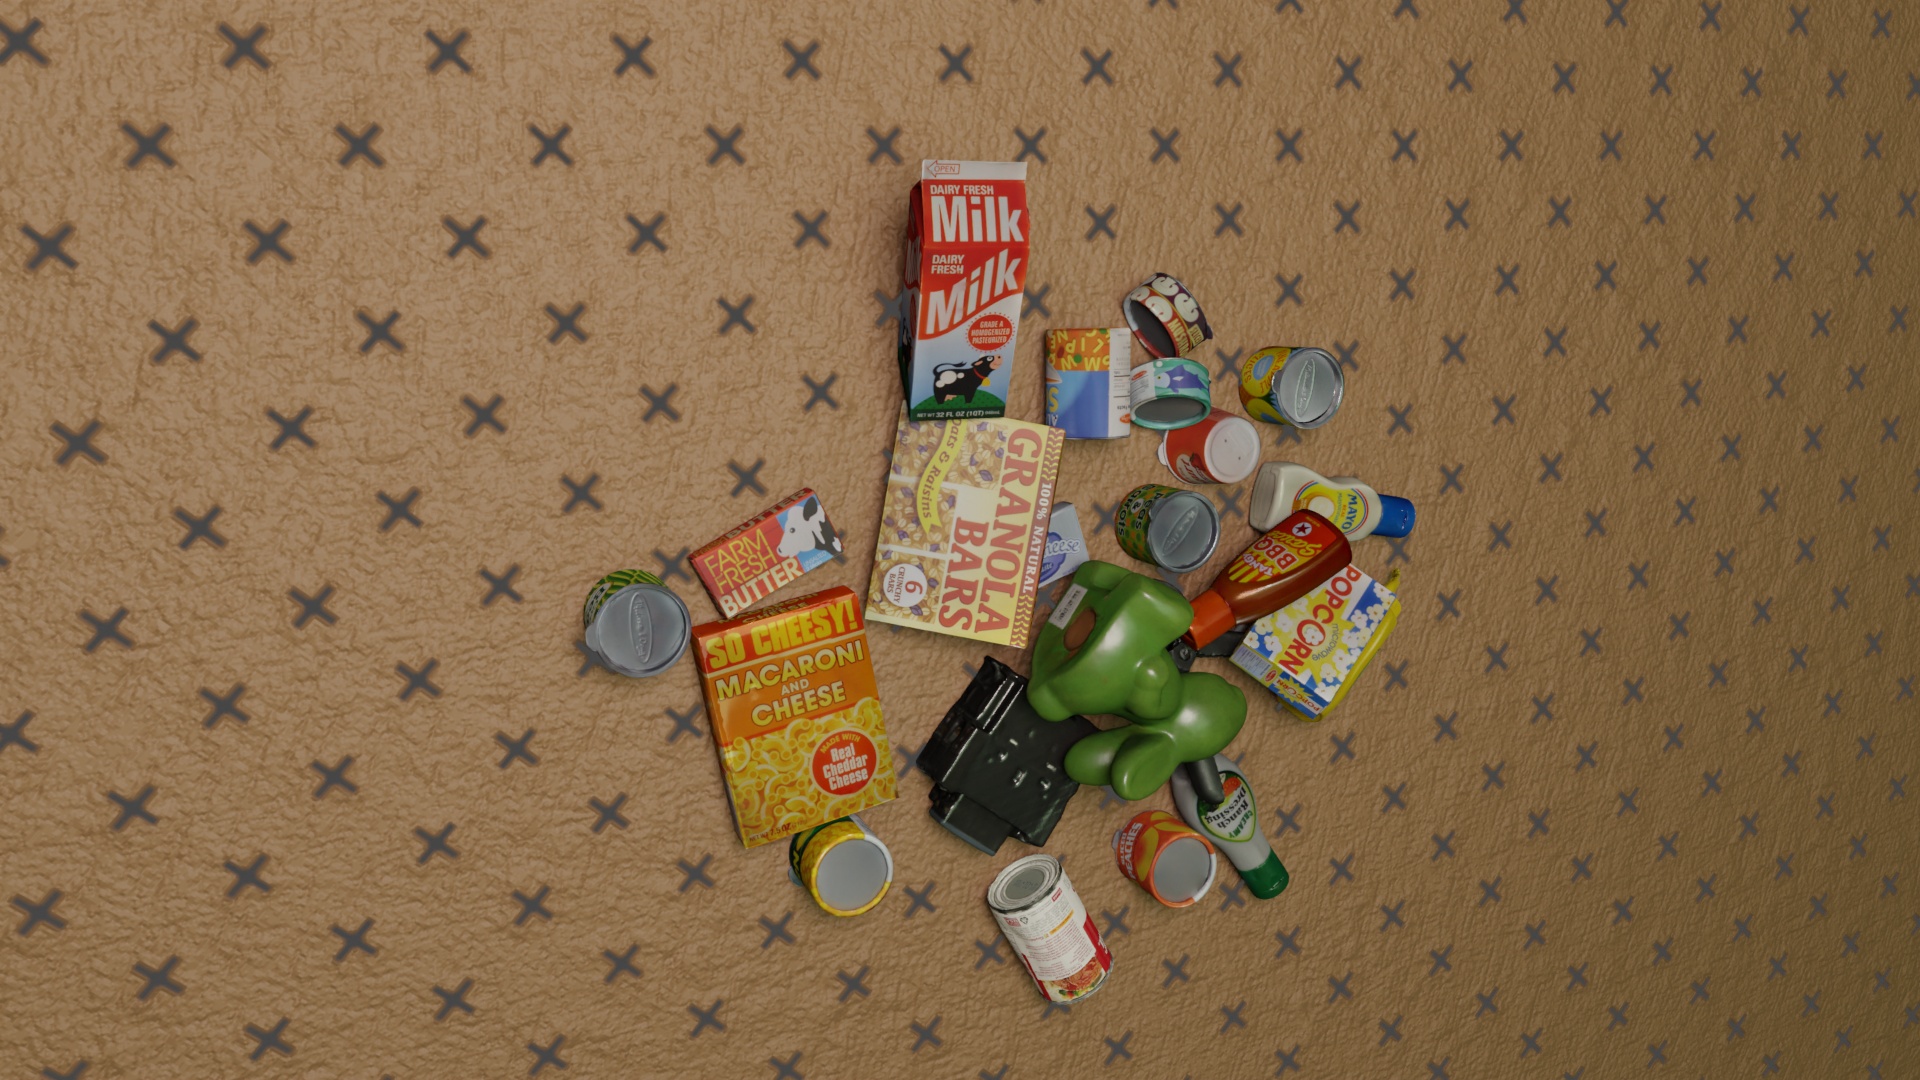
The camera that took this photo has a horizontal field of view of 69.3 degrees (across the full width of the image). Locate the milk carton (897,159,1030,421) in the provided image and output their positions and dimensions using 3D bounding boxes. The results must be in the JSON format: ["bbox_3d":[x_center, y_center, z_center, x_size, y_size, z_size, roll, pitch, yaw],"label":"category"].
[{"bbox_3d":[0.001,-0.178,0.959,0.072,0.074,0.189,-2,136,-11],"label":"milk carton"}]

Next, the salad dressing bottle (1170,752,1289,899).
[{"bbox_3d":[0.235,0.246,1.198,0.064,0.044,0.147,-39,111,-13],"label":"salad dressing bottle"}]

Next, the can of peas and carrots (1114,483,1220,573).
[{"bbox_3d":[0.164,-0.012,1.119,0.071,0.059,0.071,-4,99,-22],"label":"can of peas and carrots"}]

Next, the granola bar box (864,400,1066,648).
[{"bbox_3d":[0.004,-0.013,1.038,0.124,0.039,0.165,10,95,1],"label":"granola bar box"}]

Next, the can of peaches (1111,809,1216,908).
[{"bbox_3d":[0.171,0.267,1.167,0.071,0.058,0.071,-4,101,-22],"label":"can of peaches"}]

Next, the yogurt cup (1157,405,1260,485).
[{"bbox_3d":[0.207,-0.076,1.129,0.072,0.054,0.072,-4,100,-23],"label":"yogurt cup"}]

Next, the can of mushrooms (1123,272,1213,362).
[{"bbox_3d":[0.162,-0.172,1.086,0.033,0.071,0.071,-38,111,-11],"label":"can of mushrooms"}]

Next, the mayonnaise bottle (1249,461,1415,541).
[{"bbox_3d":[0.321,-0.028,1.191,0.148,0.041,0.064,7,99,-23],"label":"mayonnaise bottle"}]

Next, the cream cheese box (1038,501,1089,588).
[{"bbox_3d":[0.049,0.013,1.094,0.104,0.024,0.053,-24,106,-18],"label":"cream cheese box"}]

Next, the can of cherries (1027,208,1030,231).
[{"bbox_3d":[0.011,-0.227,1.017,0.058,0.071,0.071,14,93,-24],"label":"can of cherries"}]

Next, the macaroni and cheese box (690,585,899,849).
[{"bbox_3d":[-0.123,0.129,1.031,0.124,0.040,0.166,-15,105,-20],"label":"macaroni and cheese box"}]

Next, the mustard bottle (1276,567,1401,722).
[{"bbox_3d":[0.339,0.085,1.205,0.049,0.065,0.160,40,76,5],"label":"mustard bottle"}]

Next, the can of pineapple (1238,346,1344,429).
[{"bbox_3d":[0.271,-0.128,1.146,0.071,0.058,0.071,-4,100,-22],"label":"can of pineapple"}]

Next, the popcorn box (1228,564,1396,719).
[{"bbox_3d":[0.292,0.071,1.147,0.085,0.038,0.127,36,62,9],"label":"popcorn box"}]

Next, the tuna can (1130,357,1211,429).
[{"bbox_3d":[0.166,-0.115,1.095,0.071,0.070,0.033,8,68,-24],"label":"tuna can"}]

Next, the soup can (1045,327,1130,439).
[{"bbox_3d":[0.095,-0.122,1.071,0.071,0.071,0.083,-4,99,-22],"label":"soup can"}]

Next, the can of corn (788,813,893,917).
[{"bbox_3d":[-0.092,0.245,1.053,0.071,0.058,0.071,-4,100,-22],"label":"can of corn"}]

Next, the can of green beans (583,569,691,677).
[{"bbox_3d":[-0.226,0.056,0.967,0.071,0.058,0.071,-4,100,-22],"label":"can of green beans"}]

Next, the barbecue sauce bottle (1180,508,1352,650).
[{"bbox_3d":[0.239,0.034,1.118,0.149,0.065,0.043,-33,128,-10],"label":"barbecue sauce bottle"}]

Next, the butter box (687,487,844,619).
[{"bbox_3d":[-0.141,0.009,1.013,0.104,0.024,0.053,-31,109,-15],"label":"butter box"}]
